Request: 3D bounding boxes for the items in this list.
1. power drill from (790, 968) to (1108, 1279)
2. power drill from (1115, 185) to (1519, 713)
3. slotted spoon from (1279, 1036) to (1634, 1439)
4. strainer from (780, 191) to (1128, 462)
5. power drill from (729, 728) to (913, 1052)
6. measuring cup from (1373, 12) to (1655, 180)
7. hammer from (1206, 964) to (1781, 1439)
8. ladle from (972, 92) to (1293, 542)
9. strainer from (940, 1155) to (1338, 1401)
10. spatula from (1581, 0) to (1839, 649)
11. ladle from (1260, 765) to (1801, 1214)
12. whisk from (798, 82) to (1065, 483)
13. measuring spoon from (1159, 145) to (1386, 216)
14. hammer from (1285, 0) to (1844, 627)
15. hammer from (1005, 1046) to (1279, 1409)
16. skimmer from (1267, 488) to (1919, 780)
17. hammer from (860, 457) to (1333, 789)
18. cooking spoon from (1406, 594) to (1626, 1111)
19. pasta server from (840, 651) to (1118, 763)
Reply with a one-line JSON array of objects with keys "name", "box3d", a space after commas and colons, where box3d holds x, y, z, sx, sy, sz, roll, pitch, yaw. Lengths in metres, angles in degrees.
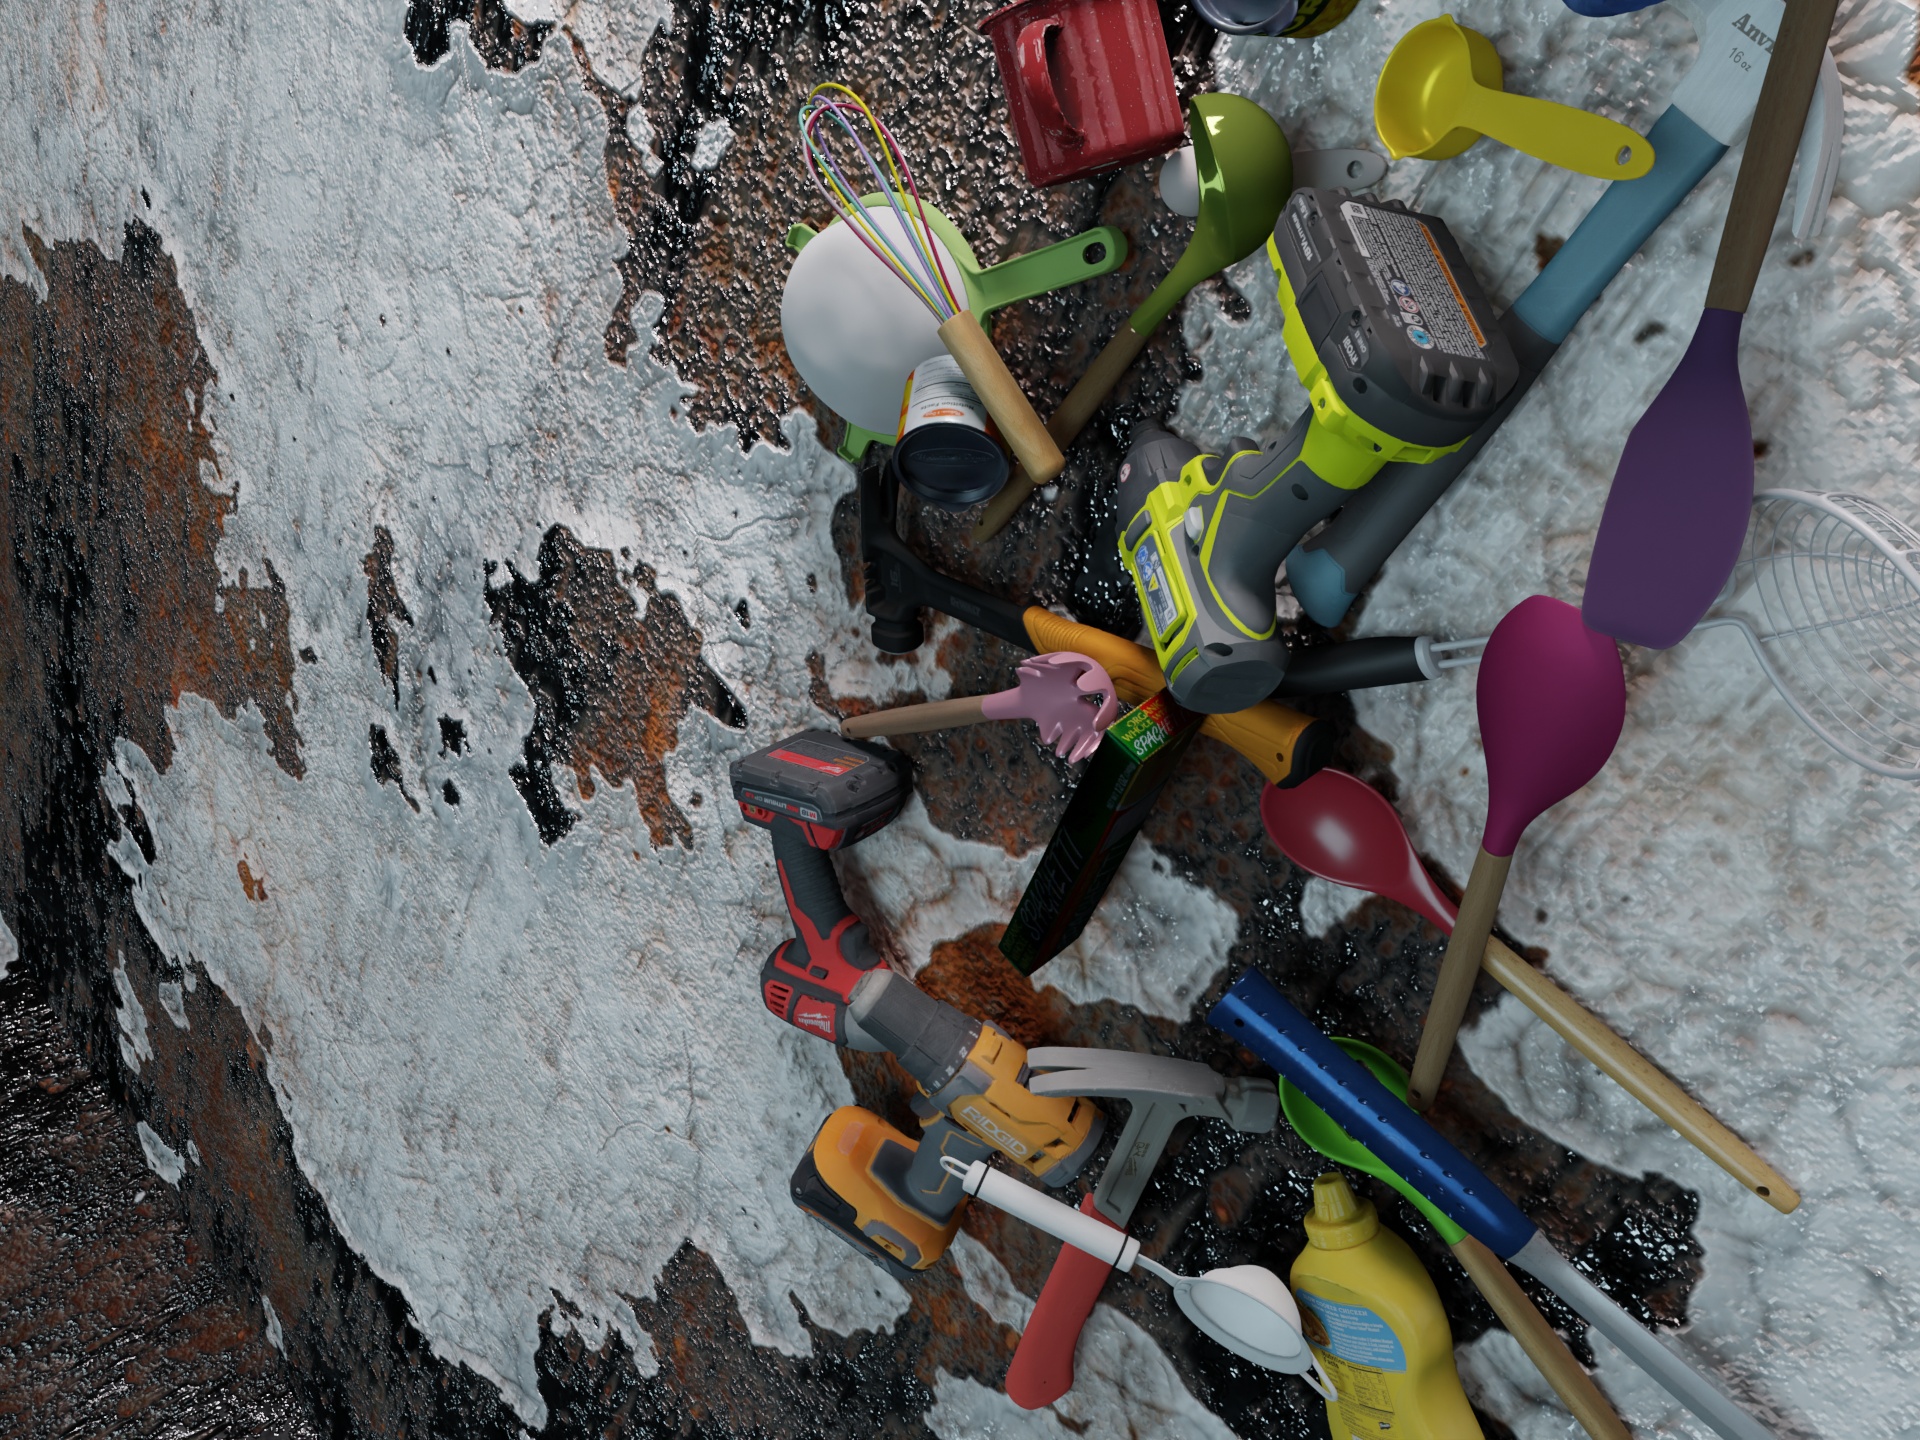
[{"name": "power drill", "box3d": [-0.033, 0.270, 1.074, 0.185, 0.084, 0.226, 38, 131, -4]}, {"name": "power drill", "box3d": [0.147, -0.132, 0.756, 0.223, 0.080, 0.171, 125, 141, -48]}, {"name": "slotted spoon", "box3d": [0.285, 0.302, 0.859, 0.070, 0.031, 0.314, -41, 78, 19]}, {"name": "strainer", "box3d": [-0.021, -0.237, 0.908, 0.256, 0.069, 0.151, -4, 103, 45]}, {"name": "power drill", "box3d": [-0.084, 0.127, 1.105, 0.143, 0.078, 0.219, 14, 118, 39]}, {"name": "measuring cup", "box3d": [0.234, -0.249, 0.662, 0.157, 0.029, 0.062, 48, 130, 46]}, {"name": "hammer", "box3d": [0.296, 0.269, 0.803, 0.406, 0.035, 0.144, 40, 129, 17]}, {"name": "ladle", "box3d": [0.071, -0.192, 0.839, 0.320, 0.062, 0.078, -49, 44, 49]}, {"name": "strainer", "box3d": [0.105, 0.312, 0.925, 0.258, 0.050, 0.086, 25, 144, 8]}, {"name": "spatula", "box3d": [0.300, -0.181, 0.604, 0.060, 0.018, 0.316, 26, 111, 48]}, {"name": "ladle", "box3d": [0.281, 0.128, 0.799, 0.316, 0.031, 0.069, 42, 134, 21]}, {"name": "whisk", "box3d": [-0.015, -0.235, 0.856, 0.047, 0.051, 0.245, -32, 91, 24]}, {"name": "measuring spoon", "box3d": [0.148, -0.266, 0.776, 0.124, 0.018, 0.034, 11, 113, 39]}, {"name": "hammer", "box3d": [0.248, -0.168, 0.711, 0.128, 0.033, 0.331, 50, 133, 18]}, {"name": "hammer", "box3d": [0.075, 0.337, 1.019, 0.037, 0.149, 0.358, -92, 14, -50]}, {"name": "skimmer", "box3d": [0.255, -0.023, 0.717, 0.363, 0.090, 0.127, -8, 116, 45]}, {"name": "hammer", "box3d": [0.063, -0.048, 0.898, 0.337, 0.034, 0.127, 27, 132, 39]}, {"name": "cooking spoon", "box3d": [0.251, 0.080, 0.760, 0.069, 0.017, 0.318, 33, 137, 35]}, {"name": "pasta server", "box3d": [-0.002, -0.003, 0.955, 0.316, 0.040, 0.060, -8, 106, 59]}]
